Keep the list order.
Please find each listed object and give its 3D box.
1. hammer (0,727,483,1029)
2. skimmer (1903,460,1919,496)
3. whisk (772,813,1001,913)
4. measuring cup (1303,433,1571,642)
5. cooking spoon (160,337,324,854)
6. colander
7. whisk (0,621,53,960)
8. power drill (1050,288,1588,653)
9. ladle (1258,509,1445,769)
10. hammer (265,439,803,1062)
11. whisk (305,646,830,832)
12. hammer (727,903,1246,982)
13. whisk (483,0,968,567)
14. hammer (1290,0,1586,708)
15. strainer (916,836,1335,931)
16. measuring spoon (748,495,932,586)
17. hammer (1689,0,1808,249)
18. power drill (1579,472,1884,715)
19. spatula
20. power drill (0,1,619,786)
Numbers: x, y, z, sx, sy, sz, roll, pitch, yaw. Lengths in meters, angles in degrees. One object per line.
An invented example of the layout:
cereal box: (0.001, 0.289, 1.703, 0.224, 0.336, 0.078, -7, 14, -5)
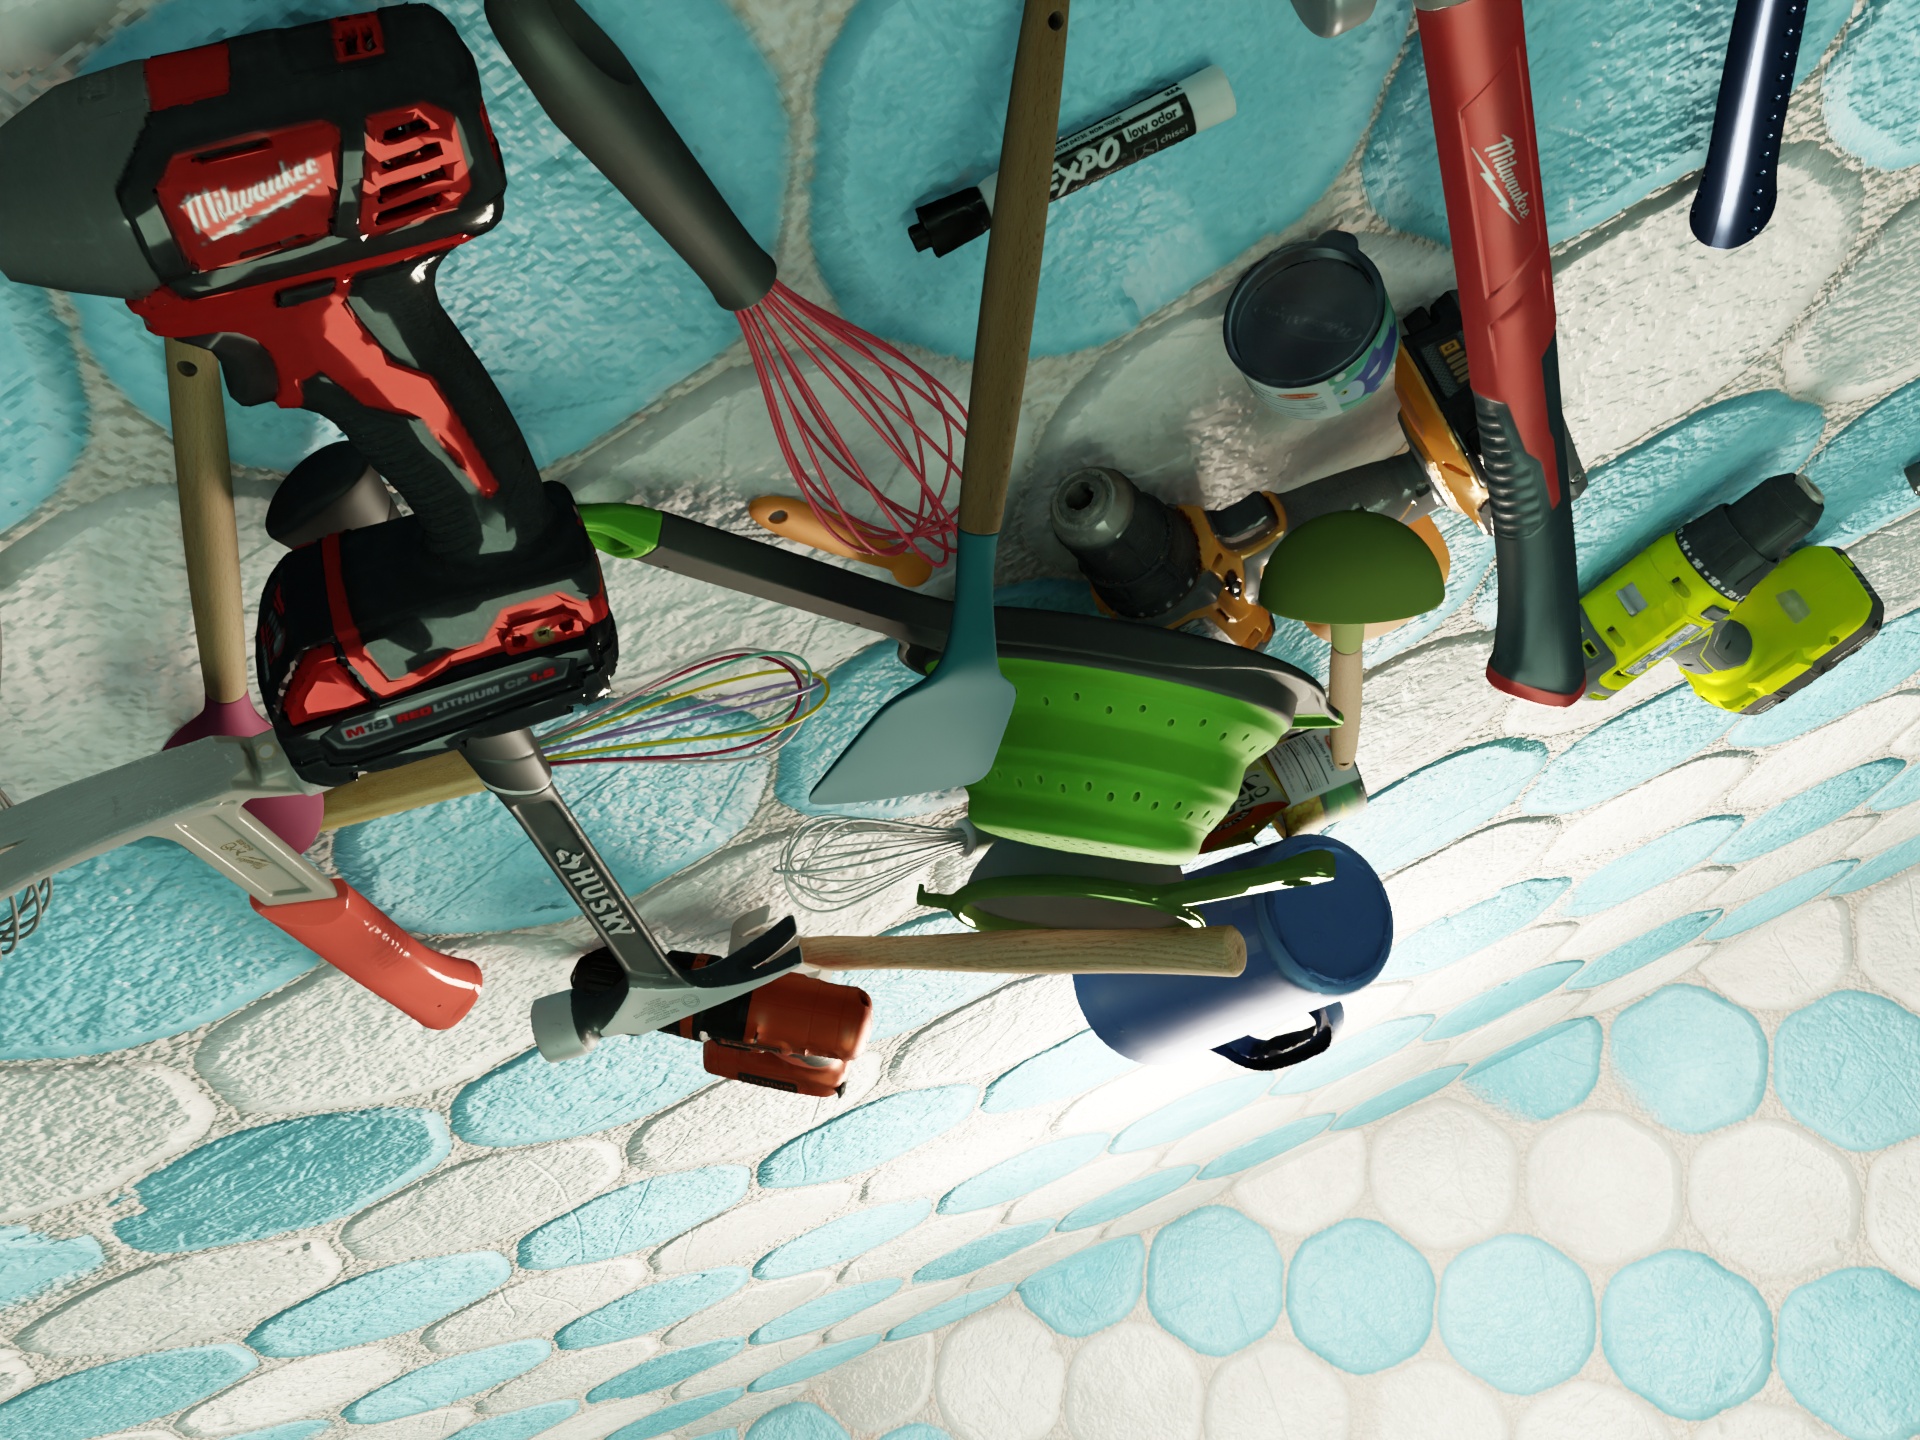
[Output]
hammer: (-0.302, 0.095, 0.738, 0.149, 0.037, 0.358, -22, 160, -10)
skimmer: (0.780, -0.259, 1.004, 0.363, 0.090, 0.127, -27, 157, 28)
whisk: (-0.004, 0.073, 0.973, 0.246, 0.058, 0.059, -8, -176, -35)
measuring cup: (0.258, -0.099, 0.858, 0.173, 0.052, 0.095, -25, 153, 8)
cooking spoon: (-0.279, -0.027, 0.600, 0.068, 0.017, 0.318, 7, 141, -16)
colander: (-0.001, -0.002, 0.713, 0.396, 0.094, 0.204, 15, 172, -33)
whisk: (-0.370, 0.018, 0.595, 0.055, 0.055, 0.238, -5, 143, -32)
power drill: (0.161, -0.108, 0.746, 0.226, 0.084, 0.185, -28, 151, 19)
ladle: (0.193, -0.018, 0.795, 0.078, 0.062, 0.320, 0, 160, 13)
hammer: (-0.183, 0.035, 0.700, 0.149, 0.036, 0.408, -17, 142, -1)
whisk: (-0.179, 0.012, 0.732, 0.245, 0.047, 0.051, -15, 153, -10)
hammer: (0.005, 0.138, 0.952, 0.331, 0.031, 0.130, -5, 159, 27)
whisk: (-0.063, -0.137, 0.542, 0.073, 0.073, 0.295, -29, 147, 10)
hammer: (0.231, -0.151, 0.626, 0.143, 0.038, 0.385, -25, 132, 1)
strainer: (0.105, 0.078, 0.906, 0.151, 0.069, 0.256, 20, 155, -37)
measuring spoon: (-0.050, -0.077, 0.704, 0.021, 0.011, 0.116, -38, 149, 25)
hammer: (0.280, -0.280, 0.527, 0.144, 0.035, 0.405, -68, 157, -5)
power drill: (0.525, -0.080, 1.075, 0.228, 0.080, 0.190, 7, 140, -40)
spatula: (0.003, -0.097, 0.571, 0.082, 0.044, 0.317, -7, 121, -27)
power drill: (-0.189, -0.089, 0.474, 0.143, 0.079, 0.219, -18, 137, -12)
